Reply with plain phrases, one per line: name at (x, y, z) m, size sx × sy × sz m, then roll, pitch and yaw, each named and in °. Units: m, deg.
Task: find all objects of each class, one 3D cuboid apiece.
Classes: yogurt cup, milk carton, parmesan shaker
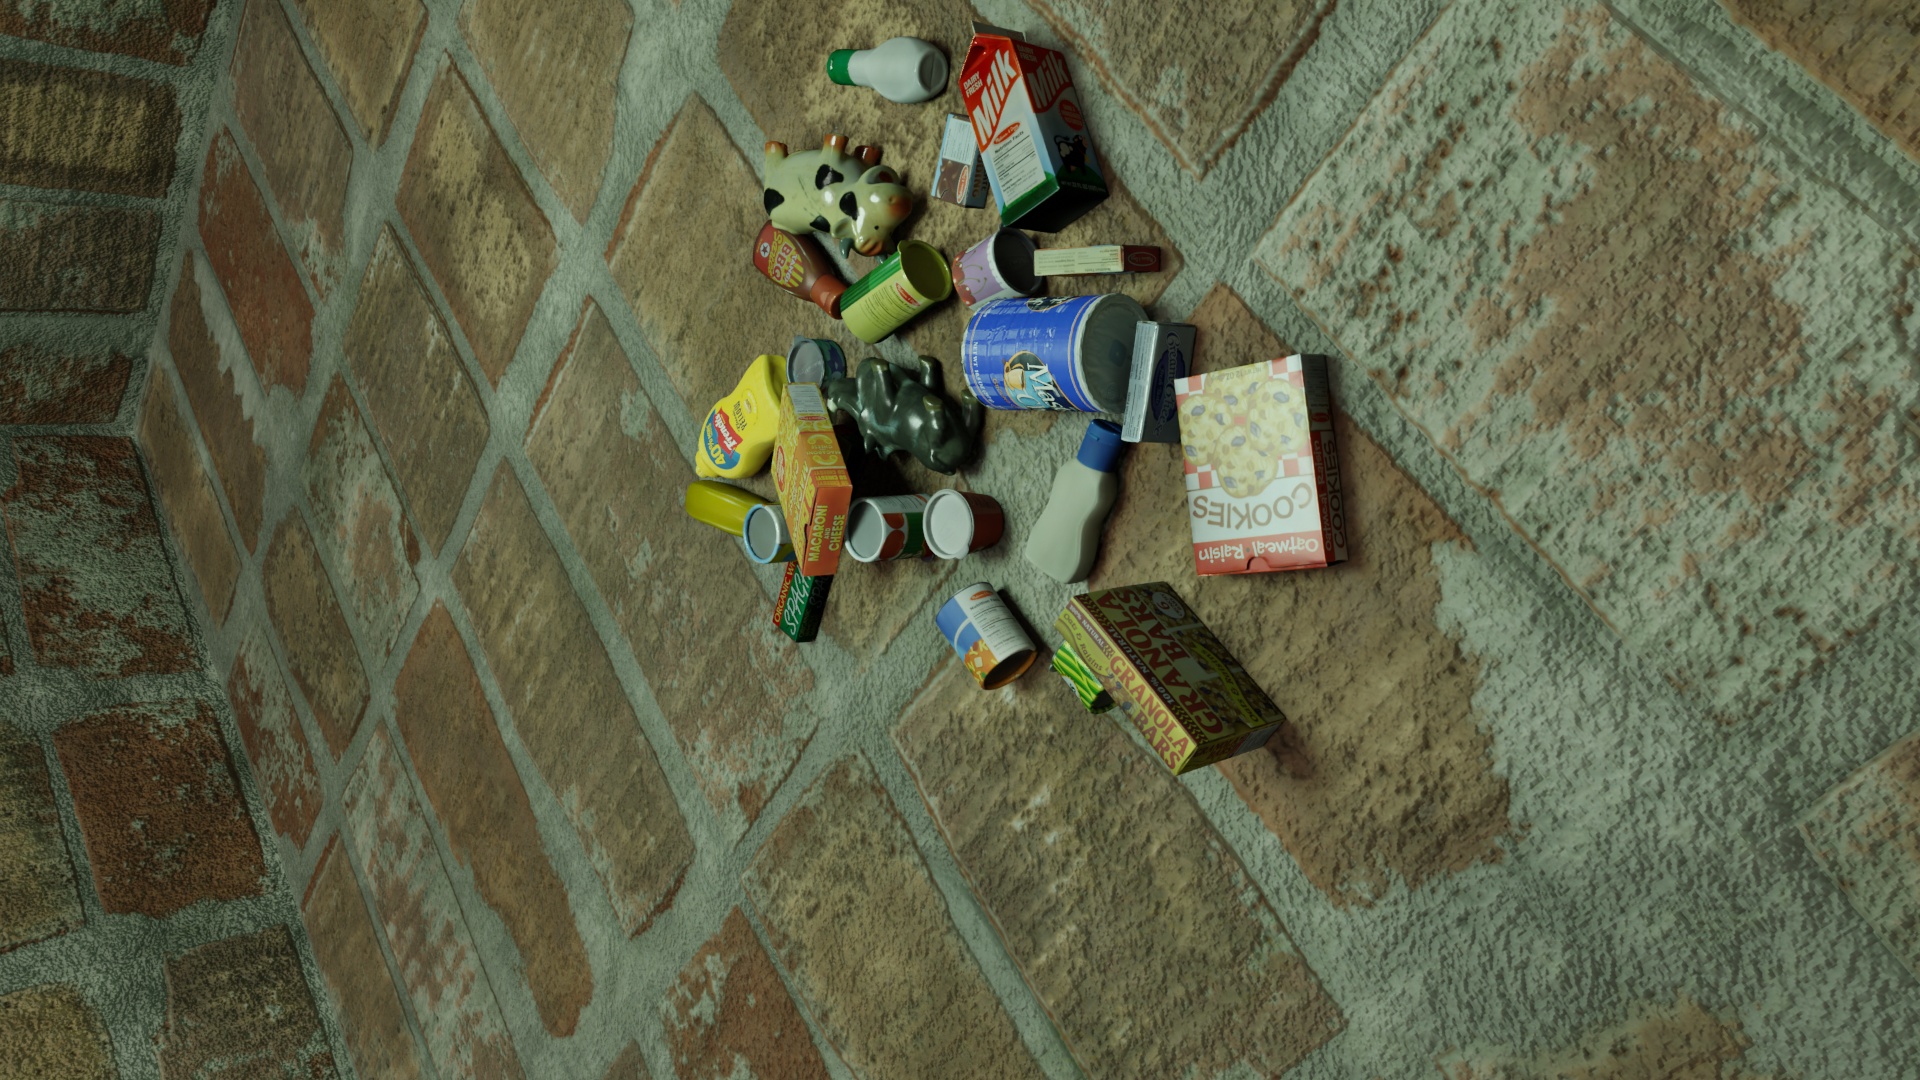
yogurt cup at (0.005, -0.017, 1.353) m, size 0.072 × 0.054 × 0.072 m, roll 5°, pitch 97°, yaw 45°
milk carton at (0.060, -0.382, 1.256) m, size 0.073 × 0.072 × 0.191 m, roll -27°, pitch 76°, yaw 43°
parmesan shaker at (-0.067, -0.250, 1.395) m, size 0.102 × 0.071 × 0.071 m, roll -26°, pitch 75°, yaw 44°

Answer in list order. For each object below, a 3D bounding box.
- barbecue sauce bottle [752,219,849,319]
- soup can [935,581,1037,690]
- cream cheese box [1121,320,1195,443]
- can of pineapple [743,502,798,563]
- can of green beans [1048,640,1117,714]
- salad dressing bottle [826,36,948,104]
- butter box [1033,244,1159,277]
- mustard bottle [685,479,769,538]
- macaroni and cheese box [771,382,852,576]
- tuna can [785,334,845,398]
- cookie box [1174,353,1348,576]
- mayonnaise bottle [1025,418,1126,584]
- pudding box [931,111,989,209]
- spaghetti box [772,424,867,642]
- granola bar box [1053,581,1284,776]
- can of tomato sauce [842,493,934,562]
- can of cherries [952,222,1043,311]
barbecue sauce bottle at (-0.168, -0.291, 1.510) m, size 0.149 × 0.044 × 0.064 m, roll 43°, pitch 121°, yaw 33°
soup can at (0.024, 0.094, 1.335) m, size 0.084 × 0.071 × 0.071 m, roll 54°, pitch 127°, yaw 27°
cream cheese box at (0.168, -0.134, 1.181) m, size 0.024 × 0.053 × 0.103 m, roll 18°, pitch 106°, yaw 44°
can of pineapple at (-0.195, -0.008, 1.507) m, size 0.071 × 0.058 × 0.071 m, roll 5°, pitch 96°, yaw 45°
can of green beans at (0.124, 0.113, 1.236) m, size 0.058 × 0.071 × 0.071 m, roll 52°, pitch 127°, yaw 28°
salad dressing bottle at (-0.077, -0.477, 1.405) m, size 0.148 × 0.044 × 0.064 m, roll 22°, pitch 110°, yaw 43°
butter box at (0.119, -0.246, 1.222) m, size 0.103 × 0.053 × 0.024 m, roll 8°, pitch 102°, yaw 45°
mustard bottle at (-0.248, -0.028, 1.599) m, size 0.160 × 0.065 × 0.048 m, roll 22°, pitch 106°, yaw 37°
macaroni and cheese box at (-0.156, -0.064, 1.432) m, size 0.167 × 0.040 × 0.123 m, roll -112°, pitch 27°, yaw -43°
tuna can at (-0.159, -0.190, 1.516) m, size 0.071 × 0.033 × 0.071 m, roll 5°, pitch 97°, yaw 44°
cookie box at (0.241, -0.058, 1.124) m, size 0.123 × 0.040 × 0.167 m, roll -8°, pitch 88°, yaw 45°
mayonnaise bottle at (0.109, -0.037, 1.258) m, size 0.065 × 0.041 × 0.147 m, roll 37°, pitch 117°, yaw 35°
pudding box at (0.005, -0.366, 1.341) m, size 0.050 × 0.030 × 0.083 m, roll 27°, pitch 112°, yaw 39°
spaghetti box at (-0.155, -0.004, 1.531) m, size 0.050 × 0.029 × 0.249 m, roll 35°, pitch 117°, yaw 38°
granola bar box at (0.172, 0.108, 1.147) m, size 0.166 × 0.124 × 0.039 m, roll 51°, pitch 127°, yaw 29°
can of tomato sauce at (-0.068, -0.011, 1.405) m, size 0.071 × 0.083 × 0.071 m, roll 4°, pitch 96°, yaw 45°
can of cherries at (0.034, -0.253, 1.296) m, size 0.058 × 0.072 × 0.071 m, roll -19°, pitch 80°, yaw 45°
